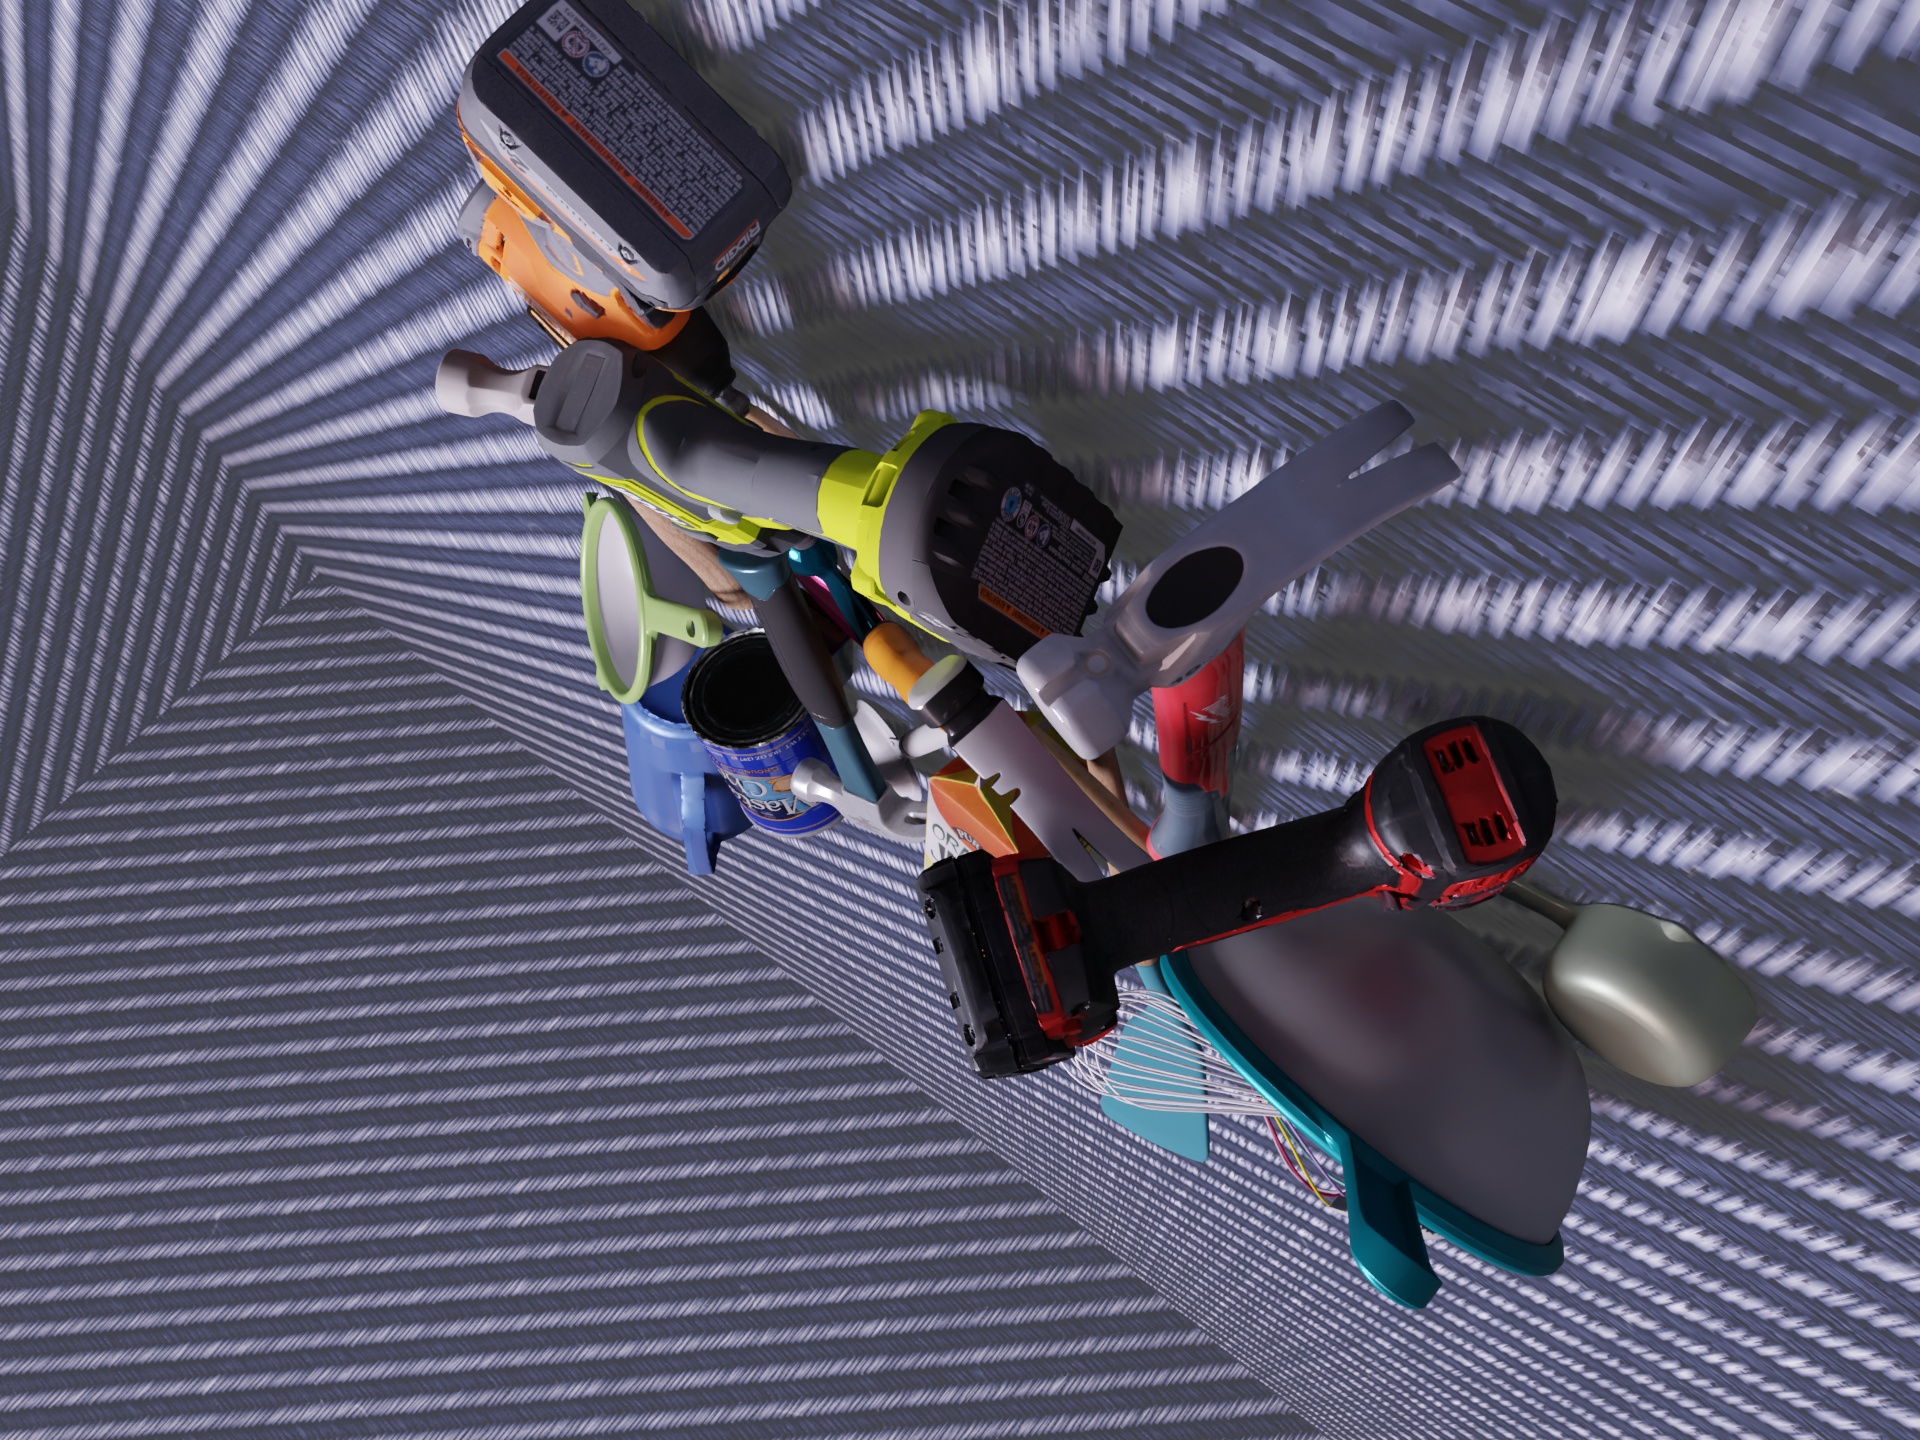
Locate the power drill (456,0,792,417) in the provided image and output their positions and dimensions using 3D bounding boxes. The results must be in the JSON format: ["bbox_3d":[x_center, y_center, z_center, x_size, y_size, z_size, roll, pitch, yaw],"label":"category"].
[{"bbox_3d":[-0.145,-0.209,0.706,0.164,0.084,0.226,43,167,-11],"label":"power drill"}]

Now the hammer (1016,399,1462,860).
[{"bbox_3d":[0.109,0.000,0.644,0.038,0.143,0.386,53,178,17],"label":"hammer"}]

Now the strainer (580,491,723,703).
[{"bbox_3d":[-0.200,-0.082,1.124,0.256,0.069,0.151,19,114,58],"label":"strainer"}]

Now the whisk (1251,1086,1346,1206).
[{"bbox_3d":[0.207,0.249,1.098,0.245,0.047,0.051,51,163,-15],"label":"whisk"}]

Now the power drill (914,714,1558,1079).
[{"bbox_3d":[0.105,0.065,0.597,0.143,0.219,0.079,48,-157,-74],"label":"power drill"}]

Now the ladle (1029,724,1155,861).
[{"bbox_3d":[0.157,0.110,0.840,0.320,0.062,0.078,44,154,1],"label":"ladle"}]

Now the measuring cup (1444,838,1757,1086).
[{"bbox_3d":[0.232,0.090,0.646,0.168,0.038,0.083,31,160,28],"label":"measuring cup"}]

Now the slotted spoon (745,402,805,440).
[{"bbox_3d":[-0.092,-0.143,0.835,0.314,0.031,0.070,38,149,7],"label":"slotted spoon"}]

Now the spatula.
[{"bbox_3d":[0.098,0.126,0.918,0.082,0.044,0.317,18,137,39],"label":"spatula"}]

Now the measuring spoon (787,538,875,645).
[{"bbox_3d":[-0.074,-0.067,0.957,0.042,0.021,0.128,-4,127,47],"label":"measuring spoon"}]

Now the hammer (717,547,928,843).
[{"bbox_3d":[-0.085,-0.012,0.980,0.128,0.033,0.330,23,157,22],"label":"hammer"}]

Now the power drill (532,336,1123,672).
[{"bbox_3d":[-0.052,-0.091,0.686,0.223,0.080,0.171,21,177,32],"label":"power drill"}]

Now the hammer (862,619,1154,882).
[{"bbox_3d":[-0.001,-0.003,0.808,0.127,0.034,0.337,48,179,-16],"label":"hammer"}]

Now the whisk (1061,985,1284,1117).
[{"bbox_3d":[0.188,0.209,0.890,0.284,0.070,0.070,17,161,1],"label":"whisk"}]

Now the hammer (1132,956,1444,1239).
[{"bbox_3d":[0.140,0.171,1.014,0.409,0.036,0.149,45,165,11],"label":"hammer"}]

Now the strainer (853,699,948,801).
[{"bbox_3d":[-0.037,0.017,1.091,0.087,0.050,0.258,59,159,-3],"label":"strainer"}]

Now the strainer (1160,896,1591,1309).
[{"bbox_3d":[0.185,0.135,0.636,0.211,0.095,0.340,37,-172,9],"label":"strainer"}]

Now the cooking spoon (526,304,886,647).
[{"bbox_3d":[-0.143,-0.139,0.976,0.318,0.017,0.069,45,163,-10],"label":"cooking spoon"}]

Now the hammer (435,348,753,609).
[{"bbox_3d":[-0.164,-0.119,0.900,0.130,0.031,0.331,13,170,10],"label":"hammer"}]
